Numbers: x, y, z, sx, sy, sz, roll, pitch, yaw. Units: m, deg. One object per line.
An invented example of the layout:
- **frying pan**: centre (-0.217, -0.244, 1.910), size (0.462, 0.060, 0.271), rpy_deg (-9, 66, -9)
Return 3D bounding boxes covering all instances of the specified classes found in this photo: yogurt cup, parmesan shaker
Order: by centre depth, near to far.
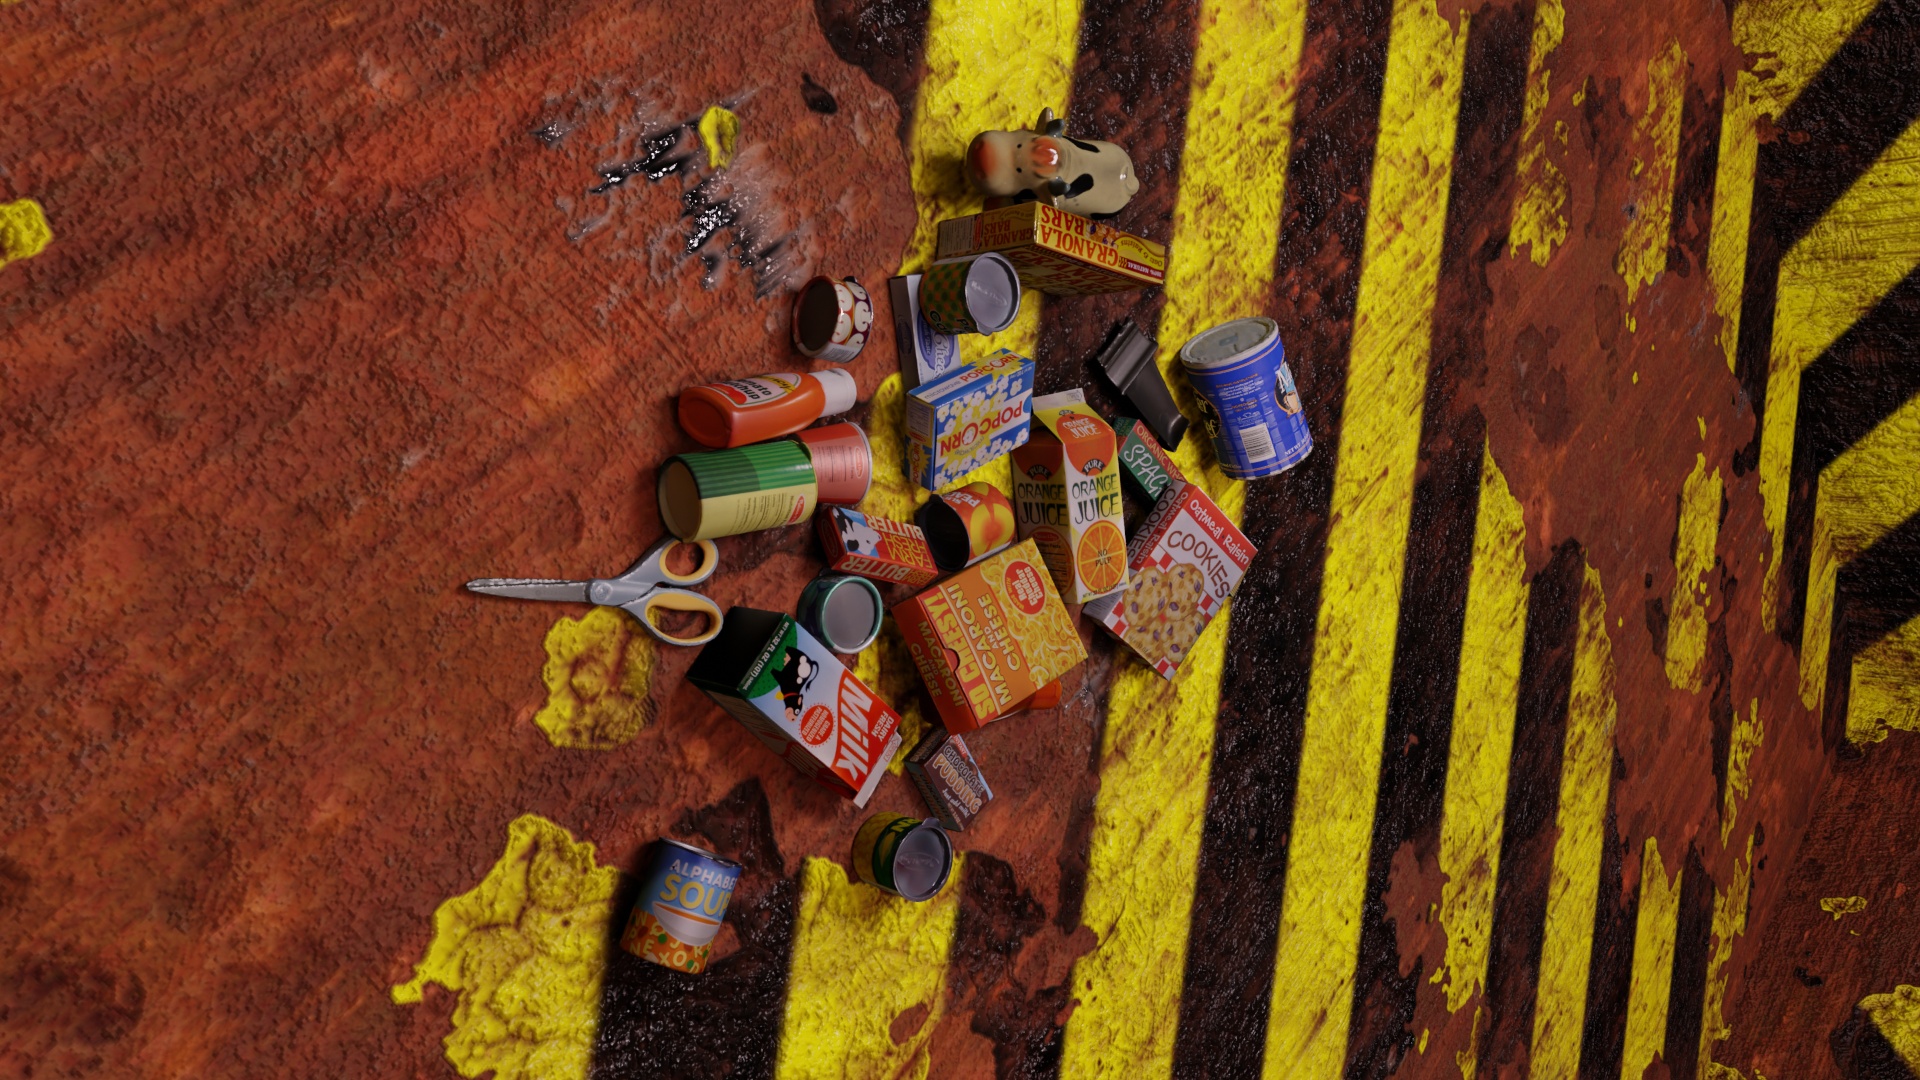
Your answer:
- **parmesan shaker**: centre (-0.168, -0.040, 1.049), size (0.103, 0.071, 0.071), rpy_deg (-11, 100, -41)
- **yogurt cup**: centre (-0.109, -0.060, 1.107), size (0.054, 0.072, 0.072), rpy_deg (-6, 97, -34)

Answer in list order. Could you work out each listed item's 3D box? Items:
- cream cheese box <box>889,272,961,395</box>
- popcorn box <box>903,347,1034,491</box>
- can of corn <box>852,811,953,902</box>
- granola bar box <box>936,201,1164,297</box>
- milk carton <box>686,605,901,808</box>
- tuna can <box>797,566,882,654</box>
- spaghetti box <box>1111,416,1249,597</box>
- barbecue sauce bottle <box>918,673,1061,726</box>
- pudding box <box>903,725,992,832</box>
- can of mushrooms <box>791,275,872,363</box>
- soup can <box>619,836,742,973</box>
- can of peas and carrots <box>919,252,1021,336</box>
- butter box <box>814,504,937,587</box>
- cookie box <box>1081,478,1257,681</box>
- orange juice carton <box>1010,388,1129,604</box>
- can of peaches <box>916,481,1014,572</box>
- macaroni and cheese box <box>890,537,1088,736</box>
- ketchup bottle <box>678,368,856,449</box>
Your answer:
- **cream cheese box**: centre (-0.028, -0.179, 1.200), size (0.053, 0.024, 0.103), rpy_deg (-17, 104, -42)
- **popcorn box**: centre (0.007, -0.106, 1.207), size (0.127, 0.038, 0.084), rpy_deg (-30, 136, -37)
- **can of corn**: centre (-0.049, 0.266, 1.185), size (0.071, 0.058, 0.071), rpy_deg (-4, 95, -42)
- **granola bar box**: centre (0.081, -0.253, 1.227), size (0.166, 0.124, 0.039), rpy_deg (6, 88, -42)
- **milk carton**: centre (-0.118, 0.136, 1.104), size (0.190, 0.073, 0.072), rpy_deg (48, 62, -34)
- **tuna can**: centre (-0.098, 0.058, 1.144), size (0.071, 0.033, 0.071), rpy_deg (-4, 96, -42)
- **spaghetti box**: centre (0.225, -0.031, 1.437), size (0.249, 0.028, 0.050), rpy_deg (46, 64, -34)
- **barbecue sauce bottle**: centre (0.030, 0.135, 1.259), size (0.149, 0.043, 0.065), rpy_deg (6, 84, -43)
- **pudding box**: centre (-0.010, 0.212, 1.236), size (0.050, 0.030, 0.083), rpy_deg (-44, 120, -33)
- **can of mushrooms**: centre (-0.103, -0.178, 1.104), size (0.033, 0.071, 0.071), rpy_deg (5, 89, -41)
- **soup can**: centre (-0.206, 0.271, 1.032), size (0.071, 0.071, 0.084), rpy_deg (30, 73, -40)
- **can of peas and carrots**: centre (0.008, -0.205, 1.173), size (0.071, 0.058, 0.071), rpy_deg (-4, 96, -44)
- **butter box**: centre (-0.069, 0.006, 1.156), size (0.103, 0.024, 0.053), rpy_deg (14, 42, -42)
- **cookie box**: centre (0.213, 0.039, 1.400), size (0.122, 0.040, 0.167), rpy_deg (41, 80, -36)
- **orange juice carton**: centre (0.100, -0.042, 1.292), size (0.072, 0.073, 0.192), rpy_deg (-14, 102, -41)
- **can of peaches**: centre (0.004, -0.015, 1.211), size (0.058, 0.071, 0.071), rpy_deg (-24, 109, -39)
- **macaroni and cheese box**: centre (0.029, 0.081, 1.218), size (0.167, 0.040, 0.123), rpy_deg (-26, 90, -48)
- **ketchup bottle**: centre (-0.144, -0.106, 1.077), size (0.149, 0.065, 0.043), rpy_deg (-20, 127, -49)
